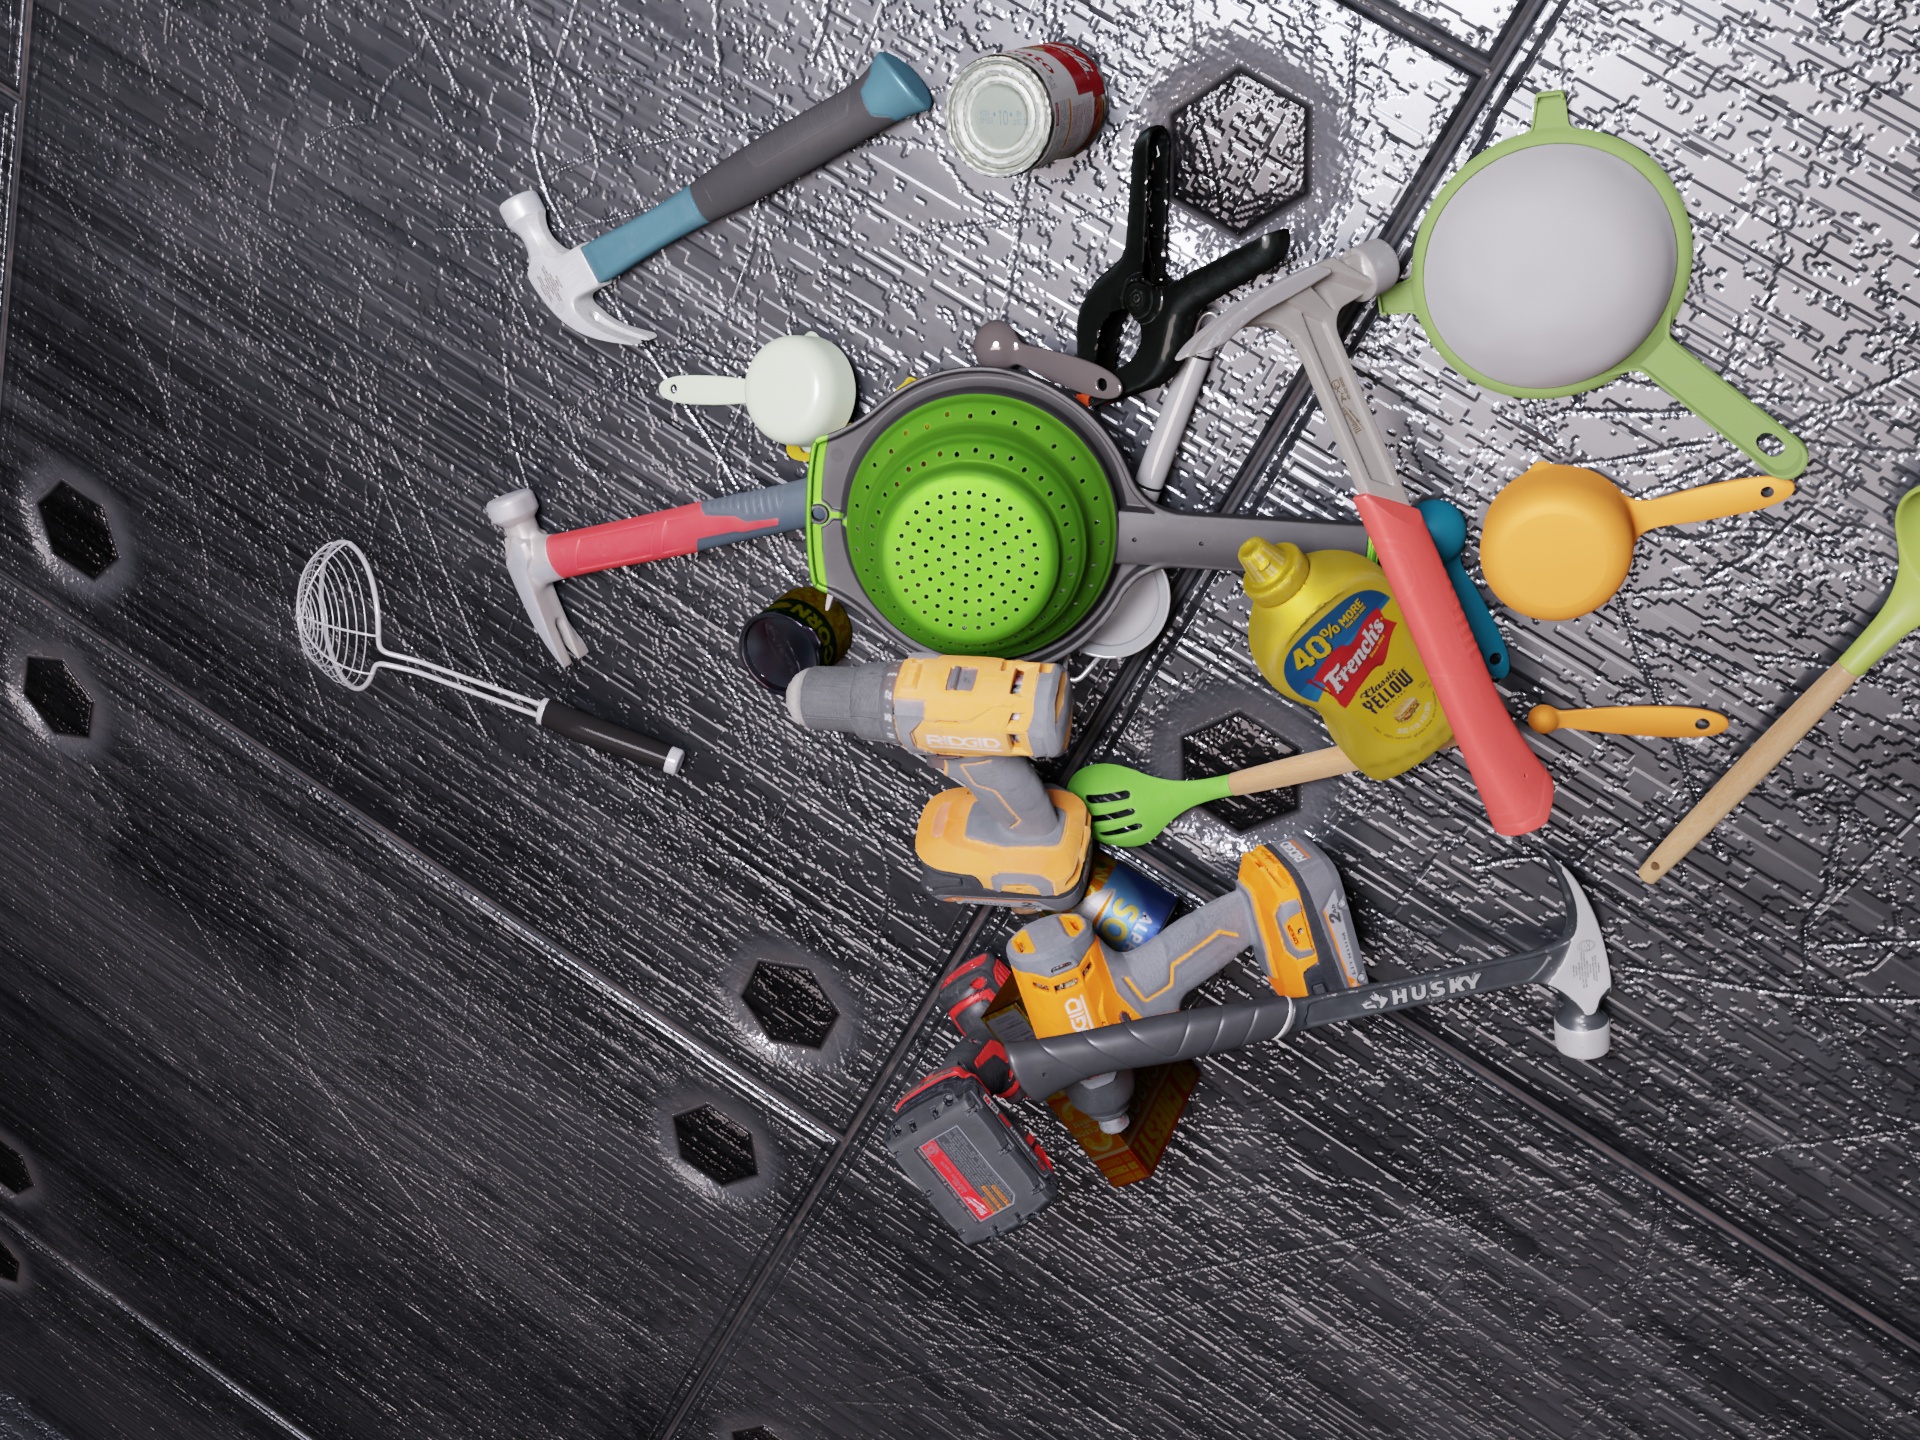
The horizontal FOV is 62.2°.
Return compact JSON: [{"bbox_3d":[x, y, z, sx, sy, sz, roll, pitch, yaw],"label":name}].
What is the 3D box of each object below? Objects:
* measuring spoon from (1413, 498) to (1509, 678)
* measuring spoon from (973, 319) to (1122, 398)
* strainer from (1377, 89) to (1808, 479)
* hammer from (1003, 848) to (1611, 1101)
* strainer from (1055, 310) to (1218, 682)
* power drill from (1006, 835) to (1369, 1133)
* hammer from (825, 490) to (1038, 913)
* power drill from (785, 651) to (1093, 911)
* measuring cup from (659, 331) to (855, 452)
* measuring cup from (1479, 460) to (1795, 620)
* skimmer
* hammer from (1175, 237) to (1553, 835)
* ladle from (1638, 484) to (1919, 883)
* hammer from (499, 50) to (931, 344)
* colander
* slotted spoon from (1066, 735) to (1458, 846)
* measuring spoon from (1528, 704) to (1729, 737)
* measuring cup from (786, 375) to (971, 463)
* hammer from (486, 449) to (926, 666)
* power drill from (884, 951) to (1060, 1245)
[{"bbox_3d":[0.316,-0.078,0.990,0.042,0.021,0.128,-31,105,3],"label":"measuring spoon"},{"bbox_3d":[0.052,-0.227,1.017,0.124,0.018,0.034,29,123,36],"label":"measuring spoon"},{"bbox_3d":[0.364,-0.212,0.879,0.256,0.069,0.151,40,124,3],"label":"strainer"},{"bbox_3d":[0.231,0.189,1.054,0.409,0.036,0.149,-10,108,-3],"label":"hammer"},{"bbox_3d":[0.121,-0.143,1.042,0.087,0.050,0.258,25,117,12],"label":"strainer"},{"bbox_3d":[0.160,0.187,1.103,0.226,0.084,0.164,-20,108,-4],"label":"power drill"},{"bbox_3d":[-0.002,-0.004,1.171,0.130,0.031,0.331,-11,110,28],"label":"hammer"},{"bbox_3d":[-0.007,0.037,1.073,0.185,0.084,0.226,3,144,16],"label":"power drill"},{"bbox_3d":[-0.153,-0.232,1.113,0.168,0.038,0.083,7,100,27],"label":"measuring cup"},{"bbox_3d":[0.391,-0.110,0.928,0.173,0.052,0.095,-11,110,30],"label":"measuring cup"},{"bbox_3d":[-0.393,-0.042,1.329,0.363,0.090,0.127,20,119,2],"label":"skimmer"},{"bbox_3d":[0.256,-0.088,0.925,0.359,0.149,0.037,63,157,-12],"label":"hammer"},{"bbox_3d":[0.497,-0.010,0.931,0.078,0.062,0.320,50,132,27],"label":"ladle"},{"bbox_3d":[-0.164,-0.355,1.067,0.331,0.033,0.128,-18,105,30],"label":"hammer"},{"bbox_3d":[0.090,-0.106,0.989,0.397,0.094,0.204,4,112,6],"label":"colander"},{"bbox_3d":[0.211,0.037,1.100,0.314,0.031,0.070,-15,110,28],"label":"slotted spoon"},{"bbox_3d":[0.417,0.002,0.997,0.117,0.011,0.021,2,115,24],"label":"measuring spoon"},{"bbox_3d":[-0.058,-0.203,1.107,0.156,0.029,0.062,-3,111,38],"label":"measuring cup"},{"bbox_3d":[-0.183,-0.129,1.168,0.386,0.038,0.143,-6,113,32],"label":"hammer"},{"bbox_3d":[0.029,0.279,1.187,0.078,0.220,0.143,-35,99,20],"label":"power drill"}]
